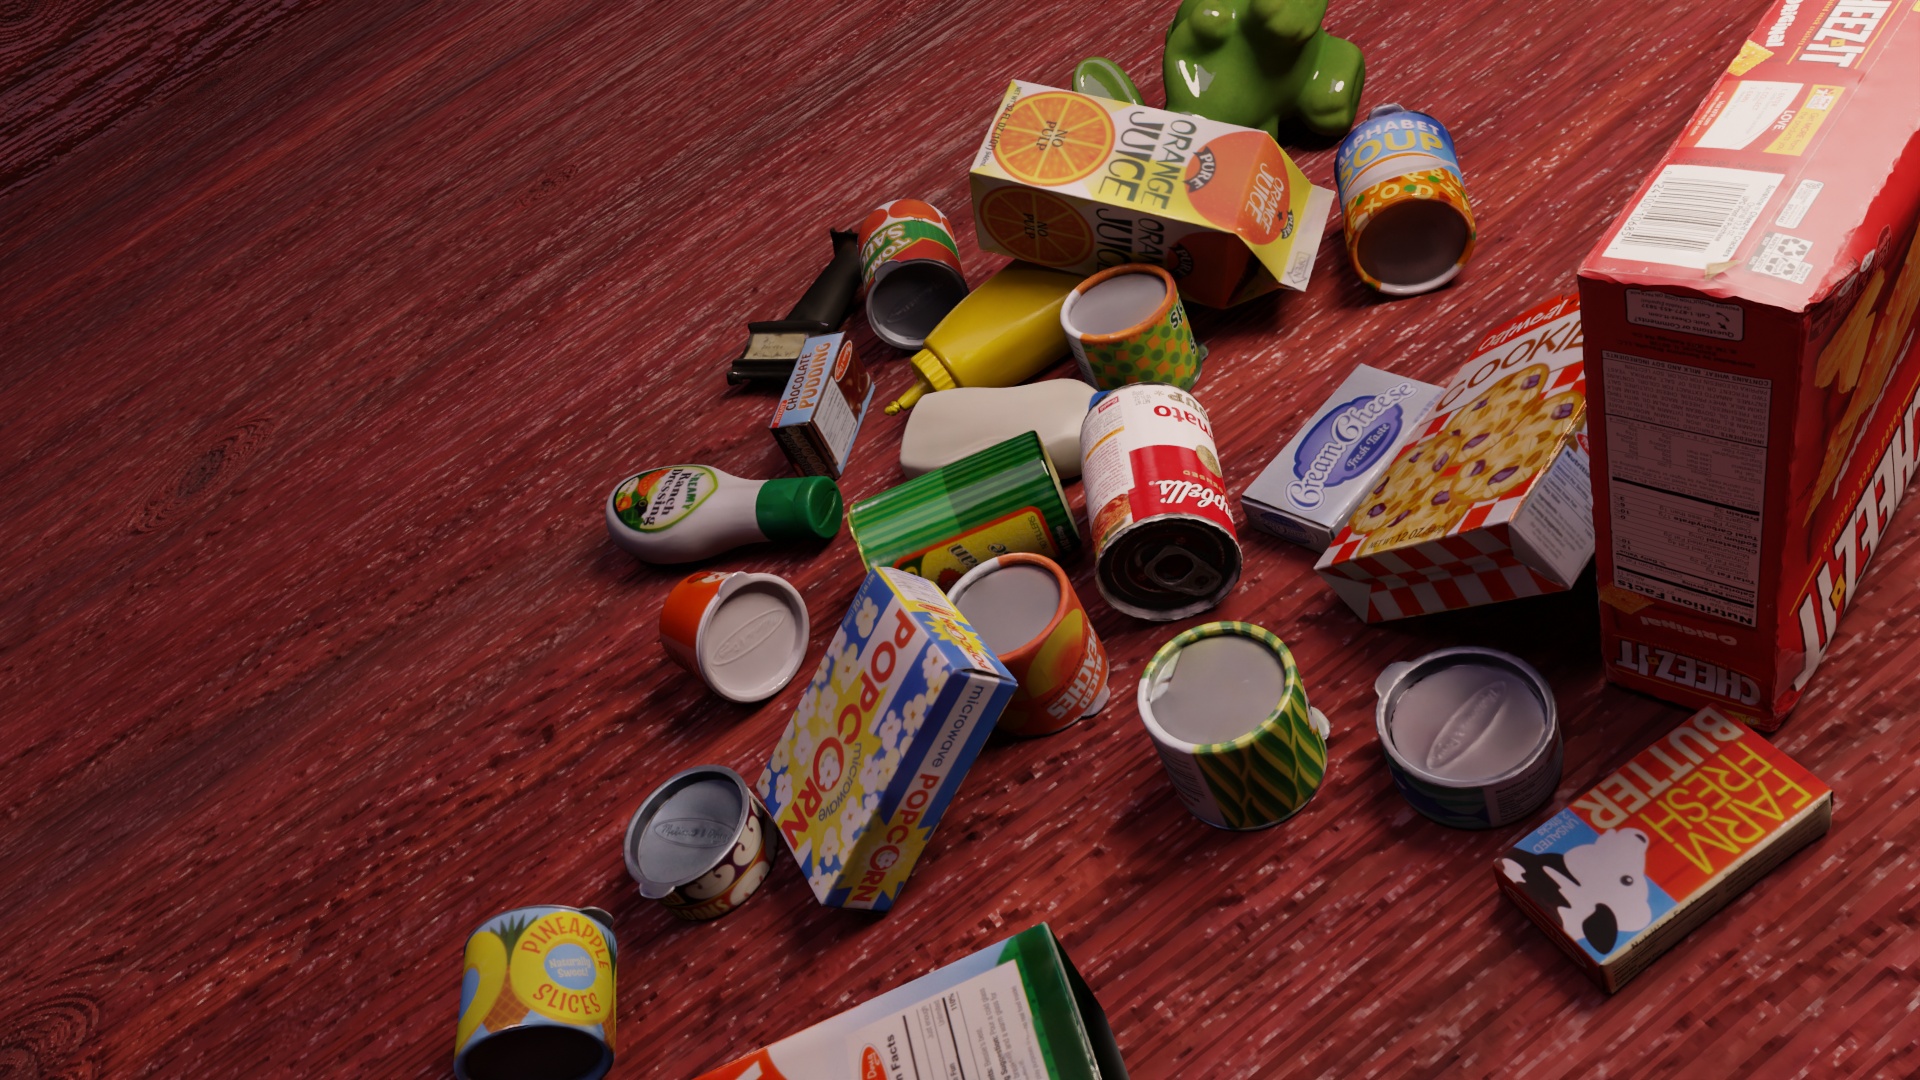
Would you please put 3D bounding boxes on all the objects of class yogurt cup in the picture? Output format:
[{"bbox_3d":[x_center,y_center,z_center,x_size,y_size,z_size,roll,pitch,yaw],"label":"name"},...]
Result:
[{"bbox_3d":[-0.122,0.047,0.731,0.054,0.072,0.073,11,54,47],"label":"yogurt cup"}]

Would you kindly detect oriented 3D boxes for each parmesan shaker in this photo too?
[{"bbox_3d":[0.003,-0.009,0.710,0.103,0.071,0.071,-23,41,7],"label":"parmesan shaker"}]

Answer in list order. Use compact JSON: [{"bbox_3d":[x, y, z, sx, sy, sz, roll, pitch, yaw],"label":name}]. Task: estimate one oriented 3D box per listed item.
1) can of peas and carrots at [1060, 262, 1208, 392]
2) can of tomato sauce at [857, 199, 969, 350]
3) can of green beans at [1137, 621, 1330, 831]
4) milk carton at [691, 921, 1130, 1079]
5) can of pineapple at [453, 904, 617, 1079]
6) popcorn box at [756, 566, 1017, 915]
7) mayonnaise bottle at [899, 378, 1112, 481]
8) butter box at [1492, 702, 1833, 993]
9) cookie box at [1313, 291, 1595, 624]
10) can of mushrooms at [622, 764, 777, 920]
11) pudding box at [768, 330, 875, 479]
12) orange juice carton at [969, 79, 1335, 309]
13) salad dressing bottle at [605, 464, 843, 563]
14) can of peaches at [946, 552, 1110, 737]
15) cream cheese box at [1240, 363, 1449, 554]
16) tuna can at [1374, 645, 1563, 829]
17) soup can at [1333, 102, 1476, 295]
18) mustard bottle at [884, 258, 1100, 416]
[{"bbox_3d":[0.097,-0.113,0.773,0.071,0.058,0.071,-16,43,15],"label":"can of peas and carrots"},{"bbox_3d":[-0.033,-0.175,0.903,0.071,0.071,0.083,-22,40,9],"label":"can of tomato sauce"},{"bbox_3d":[0.112,0.076,0.571,0.071,0.057,0.071,-16,42,15],"label":"can of green beans"},{"bbox_3d":[-0.034,0.220,0.496,0.190,0.072,0.074,-25,40,3],"label":"milk carton"},{"bbox_3d":[-0.182,0.200,0.602,0.071,0.070,0.058,-24,42,7],"label":"can of pineapple"},{"bbox_3d":[-0.035,0.087,0.611,0.126,0.038,0.085,-61,39,15],"label":"popcorn box"},{"bbox_3d":[0.042,-0.059,0.764,0.148,0.041,0.065,-4,48,25],"label":"mayonnaise bottle"},{"bbox_3d":[0.246,0.107,0.489,0.103,0.024,0.053,-34,41,-6],"label":"butter box"},{"bbox_3d":[0.239,-0.044,0.588,0.168,0.040,0.122,-49,9,-21],"label":"cookie box"},{"bbox_3d":[-0.123,0.144,0.653,0.071,0.033,0.071,-15,42,15],"label":"can of mushrooms"},{"bbox_3d":[-0.083,-0.082,0.851,0.030,0.049,0.084,-5,47,24],"label":"pudding box"},{"bbox_3d":[0.108,-0.190,0.781,0.193,0.072,0.072,17,67,14],"label":"orange juice carton"},{"bbox_3d":[-0.140,-0.017,0.820,0.147,0.043,0.064,-2,49,28],"label":"salad dressing bottle"},{"bbox_3d":[0.031,0.048,0.645,0.071,0.057,0.071,-16,41,15],"label":"can of peaches"},{"bbox_3d":[0.189,-0.040,0.672,0.104,0.024,0.053,-45,43,-18],"label":"cream cheese box"},{"bbox_3d":[0.196,0.076,0.542,0.071,0.032,0.071,-16,42,15],"label":"tuna can"},{"bbox_3d":[0.240,-0.186,0.757,0.071,0.071,0.084,-12,43,19],"label":"soup can"},{"bbox_3d":[0.020,-0.120,0.832,0.160,0.048,0.065,-35,48,-7],"label":"mustard bottle"}]
